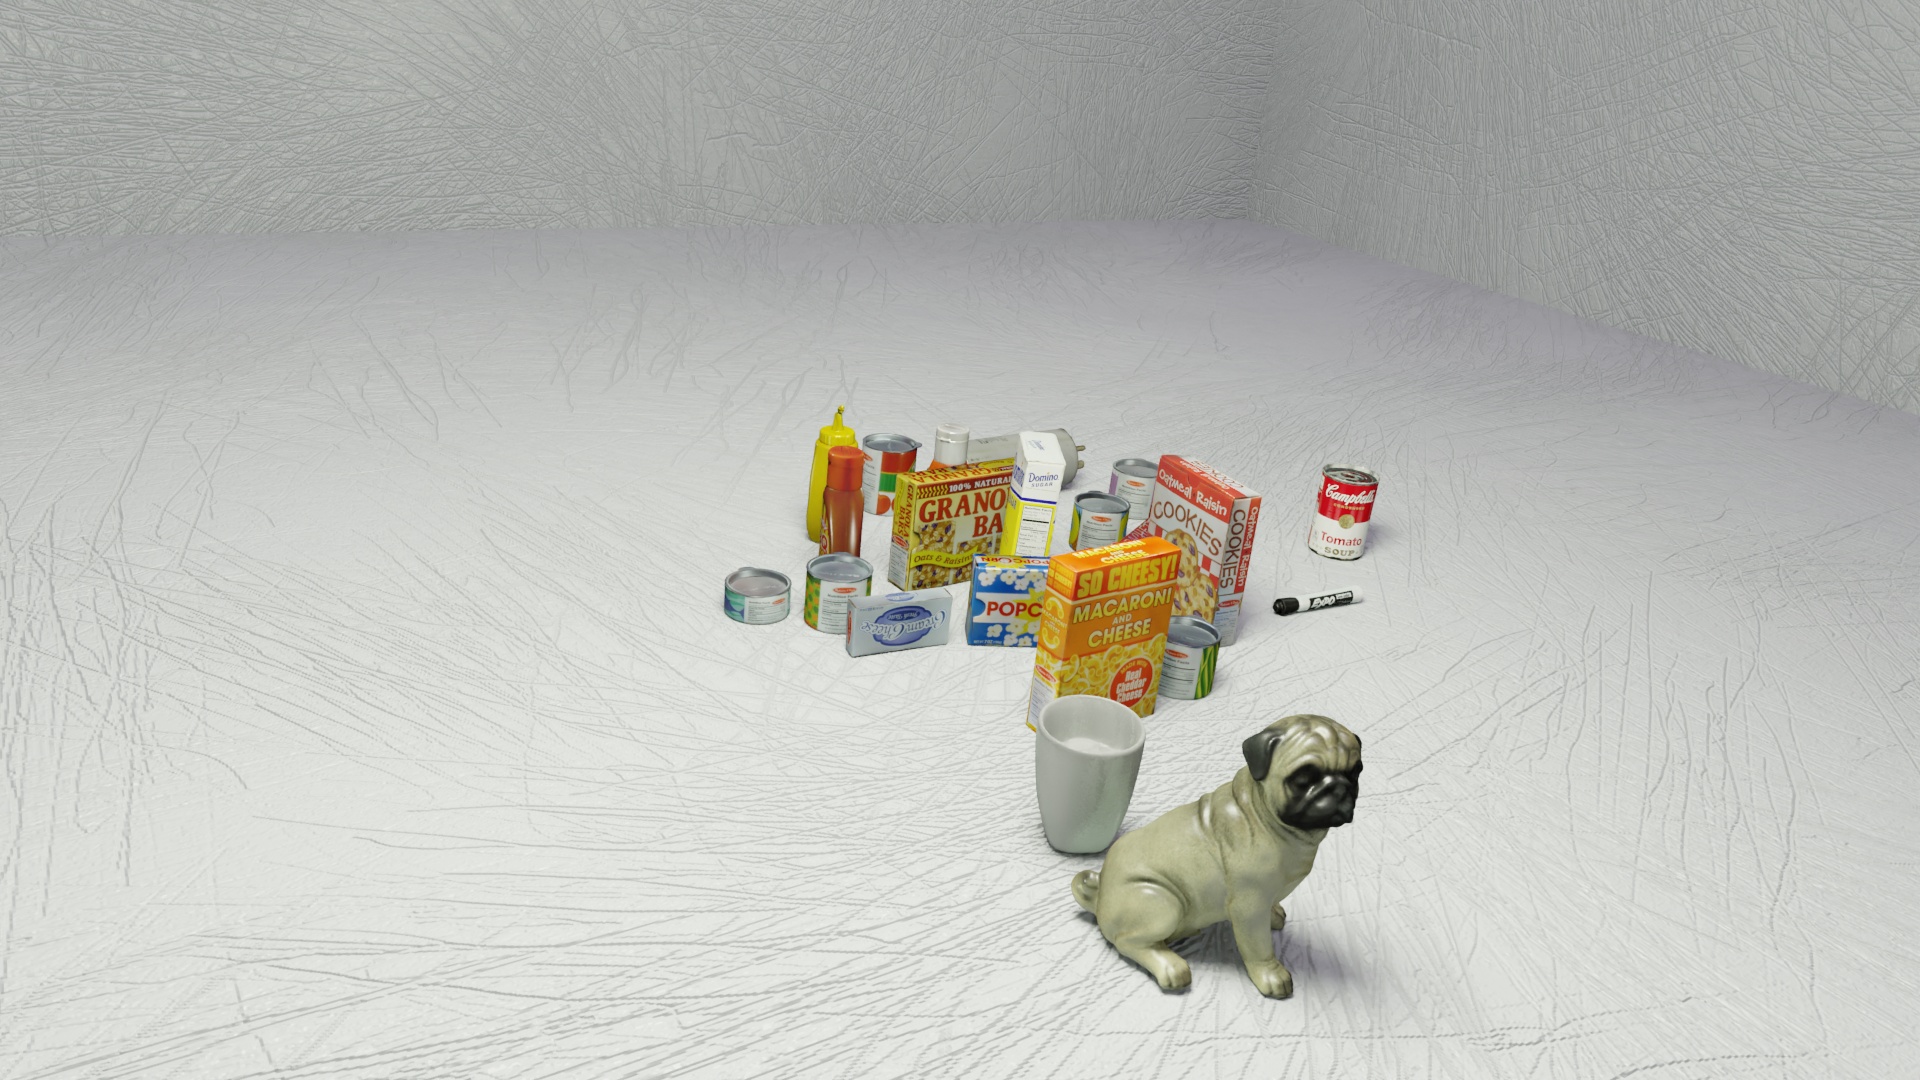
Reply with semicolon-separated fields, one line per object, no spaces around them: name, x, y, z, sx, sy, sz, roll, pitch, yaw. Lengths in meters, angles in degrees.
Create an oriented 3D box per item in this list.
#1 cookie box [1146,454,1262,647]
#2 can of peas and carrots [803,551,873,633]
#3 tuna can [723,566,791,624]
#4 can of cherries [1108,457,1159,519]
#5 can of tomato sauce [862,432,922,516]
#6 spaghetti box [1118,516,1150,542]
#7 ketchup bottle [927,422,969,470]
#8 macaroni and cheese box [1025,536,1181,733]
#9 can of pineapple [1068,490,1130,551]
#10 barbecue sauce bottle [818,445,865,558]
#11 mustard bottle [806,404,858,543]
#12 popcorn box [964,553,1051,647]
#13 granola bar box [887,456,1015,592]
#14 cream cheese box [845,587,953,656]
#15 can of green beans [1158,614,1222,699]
cookie box;0.242;0.009;1.428;0.040;0.166;0.123;-7;26;-29
can of peas and carrots;-0.121;0.051;1.373;0.071;0.058;0.071;5;23;-2
tuna can;-0.202;0.054;1.379;0.071;0.032;0.071;5;23;-2
can of cherries;0.220;-0.065;1.739;0.071;0.058;0.072;5;23;-2
can of tomato sauce;-0.085;-0.079;1.660;0.071;0.082;0.071;5;23;-2
spaghetti box;0.211;0.008;1.574;0.029;0.050;0.251;16;25;23
ketchup bottle;-0.015;-0.055;1.537;0.065;0.148;0.044;15;24;21
macaroni and cheese box;0.125;0.085;1.219;0.124;0.165;0.040;-10;27;-34
can of pineapple;0.161;-0.019;1.615;0.071;0.057;0.071;5;23;-2
barbecue sauce bottle;-0.122;-0.023;1.434;0.044;0.148;0.065;0;23;-14
mustard bottle;-0.139;-0.076;1.541;0.049;0.159;0.065;12;23;14
popcorn box;0.071;0.060;1.369;0.127;0.085;0.038;3;23;-9
granola bar box;0.005;-0.019;1.488;0.166;0.123;0.039;-11;28;-35
cream cheese box;-0.060;0.078;1.333;0.104;0.053;0.024;-6;25;-27
can of green beans;0.211;0.111;1.320;0.071;0.057;0.071;5;23;-2
